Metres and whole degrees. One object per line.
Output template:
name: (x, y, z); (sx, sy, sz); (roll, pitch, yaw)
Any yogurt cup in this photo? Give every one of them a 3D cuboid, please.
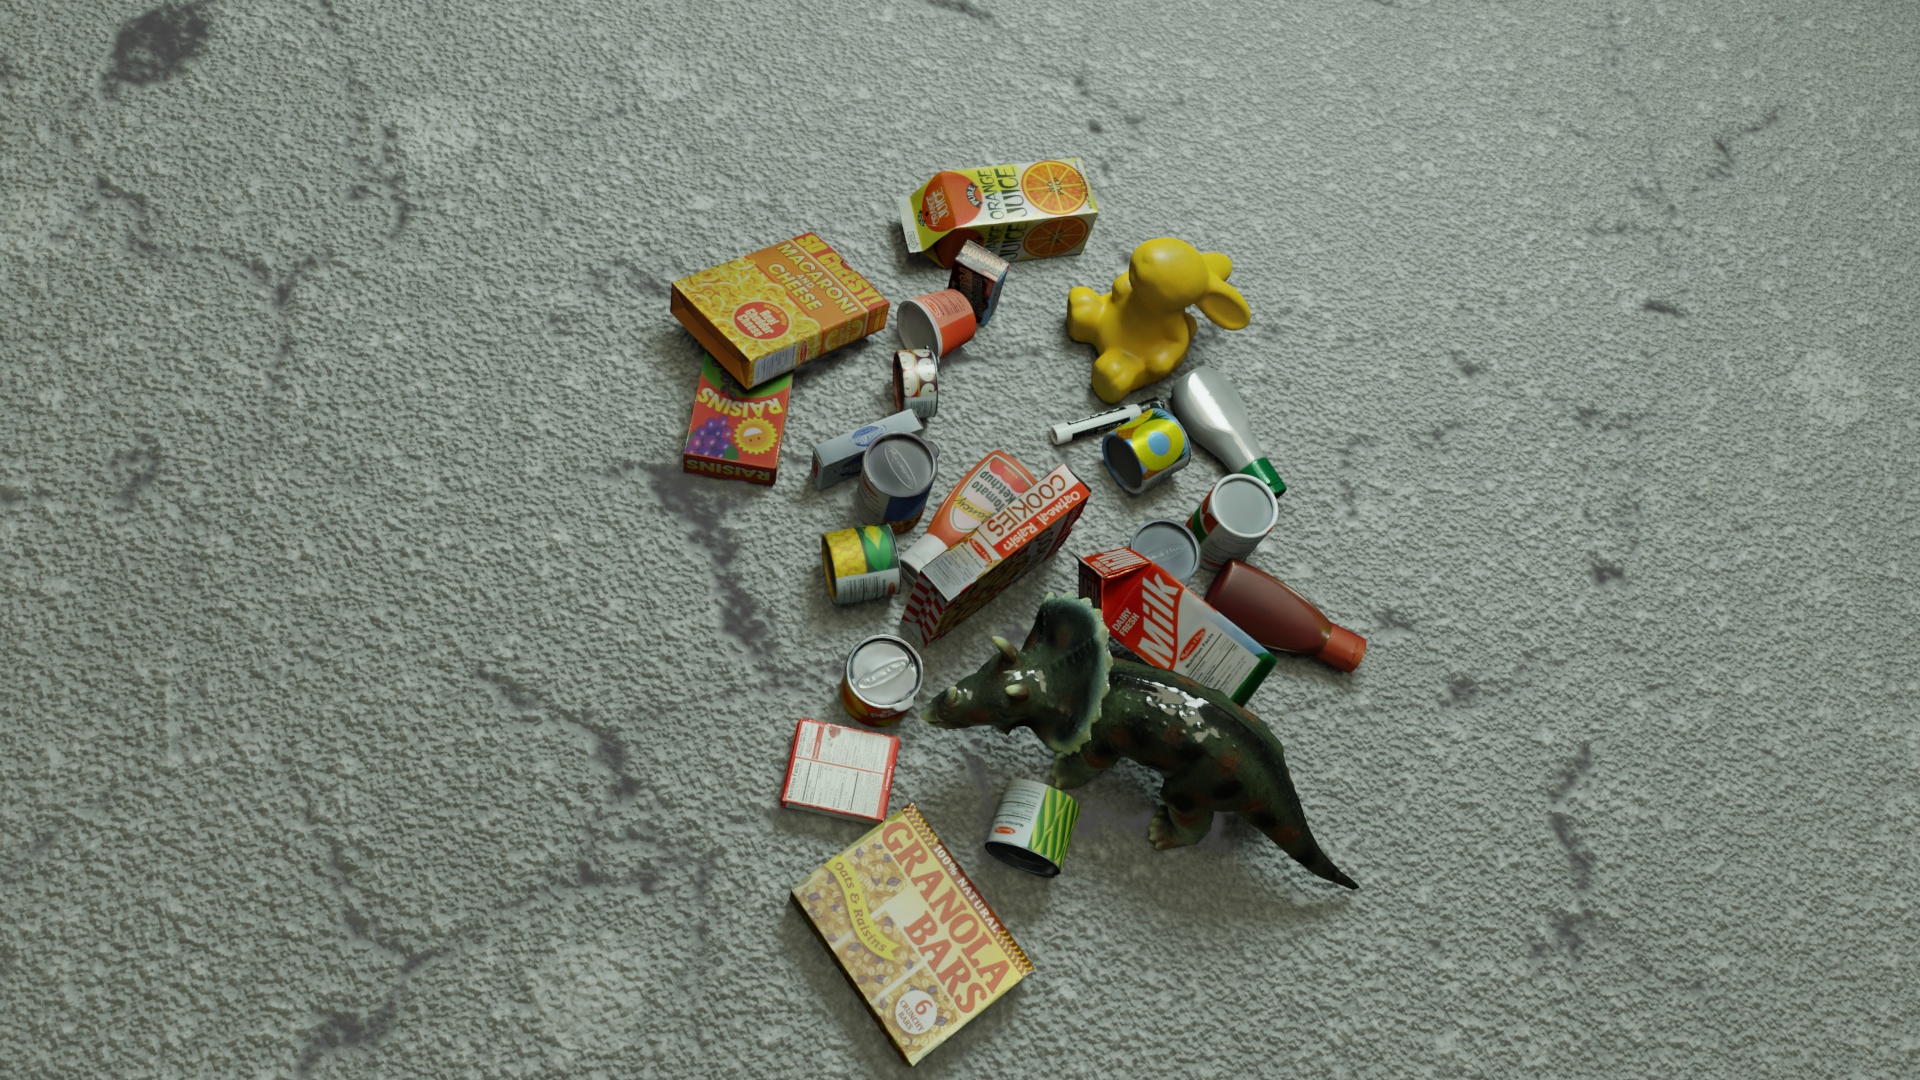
yogurt cup: (-0.022, -0.211, 1.350); (0.054, 0.072, 0.072); (-28, 73, -29)

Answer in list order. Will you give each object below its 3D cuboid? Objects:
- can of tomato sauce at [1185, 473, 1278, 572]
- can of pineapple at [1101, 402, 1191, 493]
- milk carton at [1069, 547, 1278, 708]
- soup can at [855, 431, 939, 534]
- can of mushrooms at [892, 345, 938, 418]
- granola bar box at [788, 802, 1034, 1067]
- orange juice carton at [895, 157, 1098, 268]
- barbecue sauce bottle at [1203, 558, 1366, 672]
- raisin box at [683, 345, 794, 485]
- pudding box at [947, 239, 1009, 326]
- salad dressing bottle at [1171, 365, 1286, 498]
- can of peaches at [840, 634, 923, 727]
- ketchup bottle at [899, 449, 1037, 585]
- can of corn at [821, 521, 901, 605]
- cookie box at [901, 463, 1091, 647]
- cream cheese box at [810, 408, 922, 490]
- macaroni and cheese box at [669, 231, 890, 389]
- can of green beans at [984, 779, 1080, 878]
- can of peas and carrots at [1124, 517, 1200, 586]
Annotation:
can of tomato sauce: (0.252, -0.018, 1.297); (0.071, 0.082, 0.071); (4, 66, -8)
can of pineapple: (0.176, -0.088, 1.325); (0.058, 0.070, 0.071); (-29, 74, -20)
milk carton: (0.174, 0.070, 1.205); (0.190, 0.072, 0.073); (37, 91, -15)
soup can: (-0.057, -0.052, 1.259); (0.071, 0.083, 0.071); (4, 65, -8)
can of mushrooms: (-0.043, -0.150, 1.316); (0.033, 0.070, 0.071); (-5, 67, -11)
granola bar box: (-0.040, 0.315, 1.117); (0.124, 0.039, 0.166); (-33, 74, -21)
orange juice carton: (0.034, -0.330, 1.409); (0.193, 0.072, 0.072); (-9, 68, -13)
barbecue sauce bottle: (0.300, 0.075, 1.280); (0.148, 0.044, 0.064); (26, 101, -3)
raisin box: (-0.205, -0.118, 1.288); (0.086, 0.040, 0.124); (9, 63, -7)
pudding box: (0.016, -0.252, 1.365); (0.050, 0.083, 0.030); (30, 67, 4)
salad dressing bottle: (0.264, -0.100, 1.361); (0.064, 0.043, 0.148); (-24, 73, -21)
can of peaches: (-0.067, 0.123, 1.191); (0.071, 0.057, 0.071); (4, 65, -9)
ketchup bottle: (0.005, -0.016, 1.276); (0.065, 0.043, 0.149); (42, 66, 10)
can of corn: (-0.089, 0.019, 1.231); (0.058, 0.071, 0.071); (-10, 68, -14)
cookie box: (0.031, 0.015, 1.221); (0.168, 0.122, 0.040); (-36, 77, -23)
cream cheese box: (-0.088, -0.084, 1.285); (0.104, 0.053, 0.024); (-23, 74, -19)
macaroni and cheese box: (-0.169, -0.221, 1.312); (0.167, 0.040, 0.124); (-30, 63, -33)
can of green beans: (0.060, 0.239, 1.155); (0.071, 0.071, 0.058); (22, 63, 1)
can of peas and carrots: (0.182, 0.022, 1.280); (0.071, 0.058, 0.071); (4, 66, -9)
